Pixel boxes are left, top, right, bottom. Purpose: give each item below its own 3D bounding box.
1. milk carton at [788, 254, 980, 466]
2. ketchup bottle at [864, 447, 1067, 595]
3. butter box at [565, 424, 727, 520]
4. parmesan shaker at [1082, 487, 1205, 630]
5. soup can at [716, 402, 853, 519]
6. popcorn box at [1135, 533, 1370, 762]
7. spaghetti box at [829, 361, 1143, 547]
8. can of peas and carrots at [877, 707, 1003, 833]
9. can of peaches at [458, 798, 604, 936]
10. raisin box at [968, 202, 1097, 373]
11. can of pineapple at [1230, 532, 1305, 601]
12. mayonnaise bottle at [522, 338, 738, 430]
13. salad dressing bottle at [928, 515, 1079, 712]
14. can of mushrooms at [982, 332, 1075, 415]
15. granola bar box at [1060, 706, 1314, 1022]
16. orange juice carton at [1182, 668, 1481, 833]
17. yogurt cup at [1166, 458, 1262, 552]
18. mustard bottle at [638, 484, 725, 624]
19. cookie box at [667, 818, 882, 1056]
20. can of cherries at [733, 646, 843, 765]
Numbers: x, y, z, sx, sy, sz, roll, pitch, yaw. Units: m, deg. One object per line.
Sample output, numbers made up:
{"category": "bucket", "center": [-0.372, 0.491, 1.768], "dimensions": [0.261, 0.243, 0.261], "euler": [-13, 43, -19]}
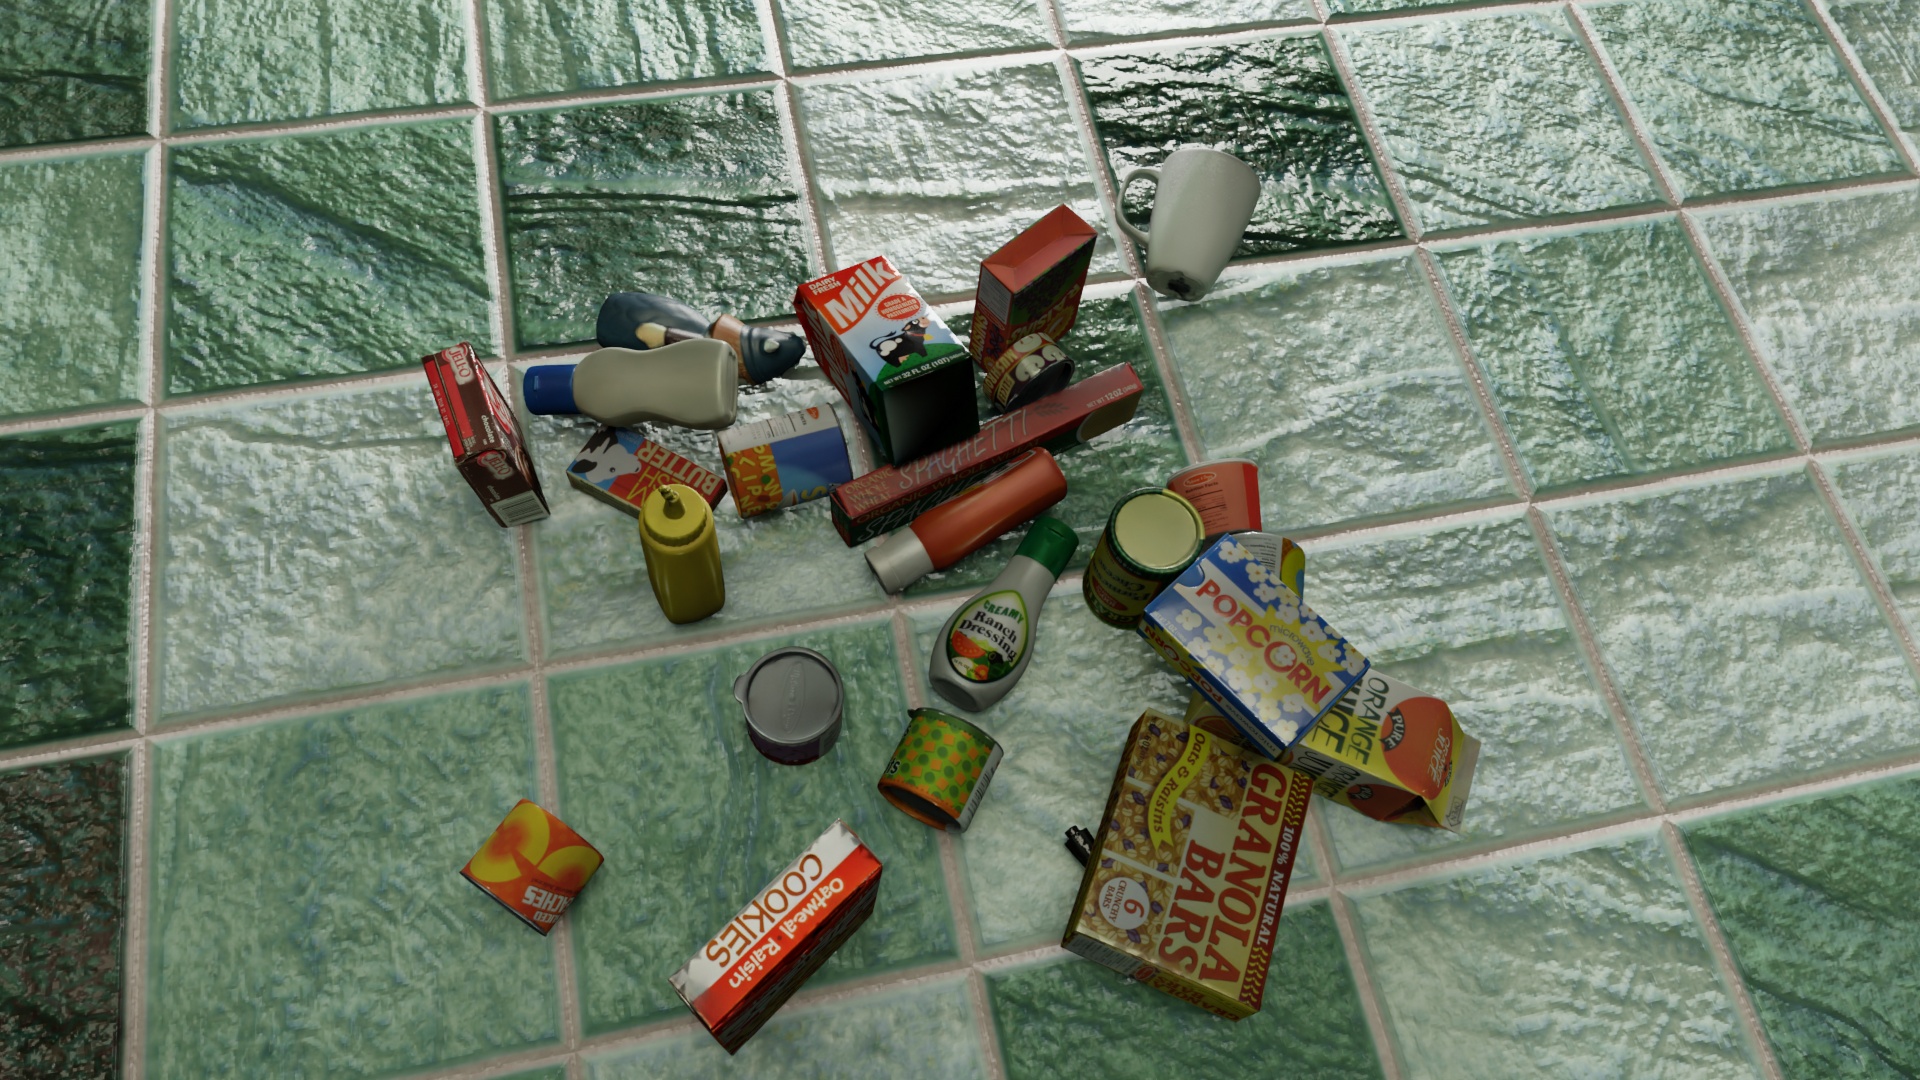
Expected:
{"category": "milk carton", "center": [-0.062, -0.146, 1.025], "dimensions": [0.072, 0.073, 0.191], "euler": [-23, 47, -15]}
{"category": "ketchup bottle", "center": [0.004, -0.012, 0.994], "dimensions": [0.149, 0.064, 0.043], "euler": [-31, 88, -9]}
{"category": "butter box", "center": [-0.226, -0.042, 1.004], "dimensions": [0.103, 0.024, 0.053], "euler": [26, 66, 7]}
{"category": "parmesan shaker", "center": [0.124, 0.012, 0.969], "dimensions": [0.071, 0.102, 0.071], "euler": [2, 65, -4]}
{"category": "soup can", "center": [-0.125, -0.054, 0.999], "dimensions": [0.084, 0.071, 0.071], "euler": [-16, 67, -12]}
{"category": "popcorn box", "center": [0.189, 0.069, 0.902], "dimensions": [0.085, 0.038, 0.127], "euler": [-40, 73, -20]}
{"category": "spaghetti box", "center": [0.021, -0.064, 1.025], "dimensions": [0.251, 0.050, 0.029], "euler": [-25, 69, -16]}
{"category": "can of peas and carrots", "center": [-0.015, 0.150, 0.911], "dimensions": [0.071, 0.070, 0.059], "euler": [25, 66, 6]}
{"category": "can of peaches", "center": [-0.263, 0.203, 0.860], "dimensions": [0.071, 0.071, 0.058], "euler": [32, 65, 9]}
{"category": "raisin box", "center": [0.053, -0.183, 1.044], "dimensions": [0.086, 0.123, 0.040], "euler": [-39, 74, -20]}
{"category": "can of pineapple", "center": [0.211, 0.035, 0.990], "dimensions": [0.071, 0.070, 0.058], "euler": [11, 64, -1]}
{"category": "mayonnaise bottle", "center": [-0.235, -0.110, 0.993], "dimensions": [0.148, 0.041, 0.065], "euler": [-1, 81, 7]}
{"category": "salad dressing bottle", "center": [0.033, 0.049, 0.975], "dimensions": [0.064, 0.043, 0.148], "euler": [30, 65, 7]}
{"category": "can of mushrooms", "center": [0.050, -0.122, 1.045], "dimensions": [0.071, 0.070, 0.033], "euler": [-35, 72, -19]}
{"category": "granola bar box", "center": [0.150, 0.206, 0.899], "dimensions": [0.124, 0.039, 0.166], "euler": [24, 58, 0]}
{"category": "orange juice carton", "center": [0.256, 0.129, 0.944], "dimensions": [0.193, 0.072, 0.072], "euler": [23, 64, 5]}
{"category": "yogurt cup", "center": [0.188, -0.024, 1.016], "dimensions": [0.072, 0.072, 0.054], "euler": [-6, 74, -8]}
{"category": "mustard bottle", "center": [-0.184, 0.003, 0.912], "dimensions": [0.049, 0.159, 0.065], "euler": [-18, 69, -15]}
{"category": "cookie box", "center": [-0.103, 0.234, 0.805], "dimensions": [0.040, 0.166, 0.123], "euler": [43, 68, 13]}
{"category": "can of cherries", "center": [-0.114, 0.110, 0.924], "dimensions": [0.071, 0.058, 0.072], "euler": [2, 66, -4]}
